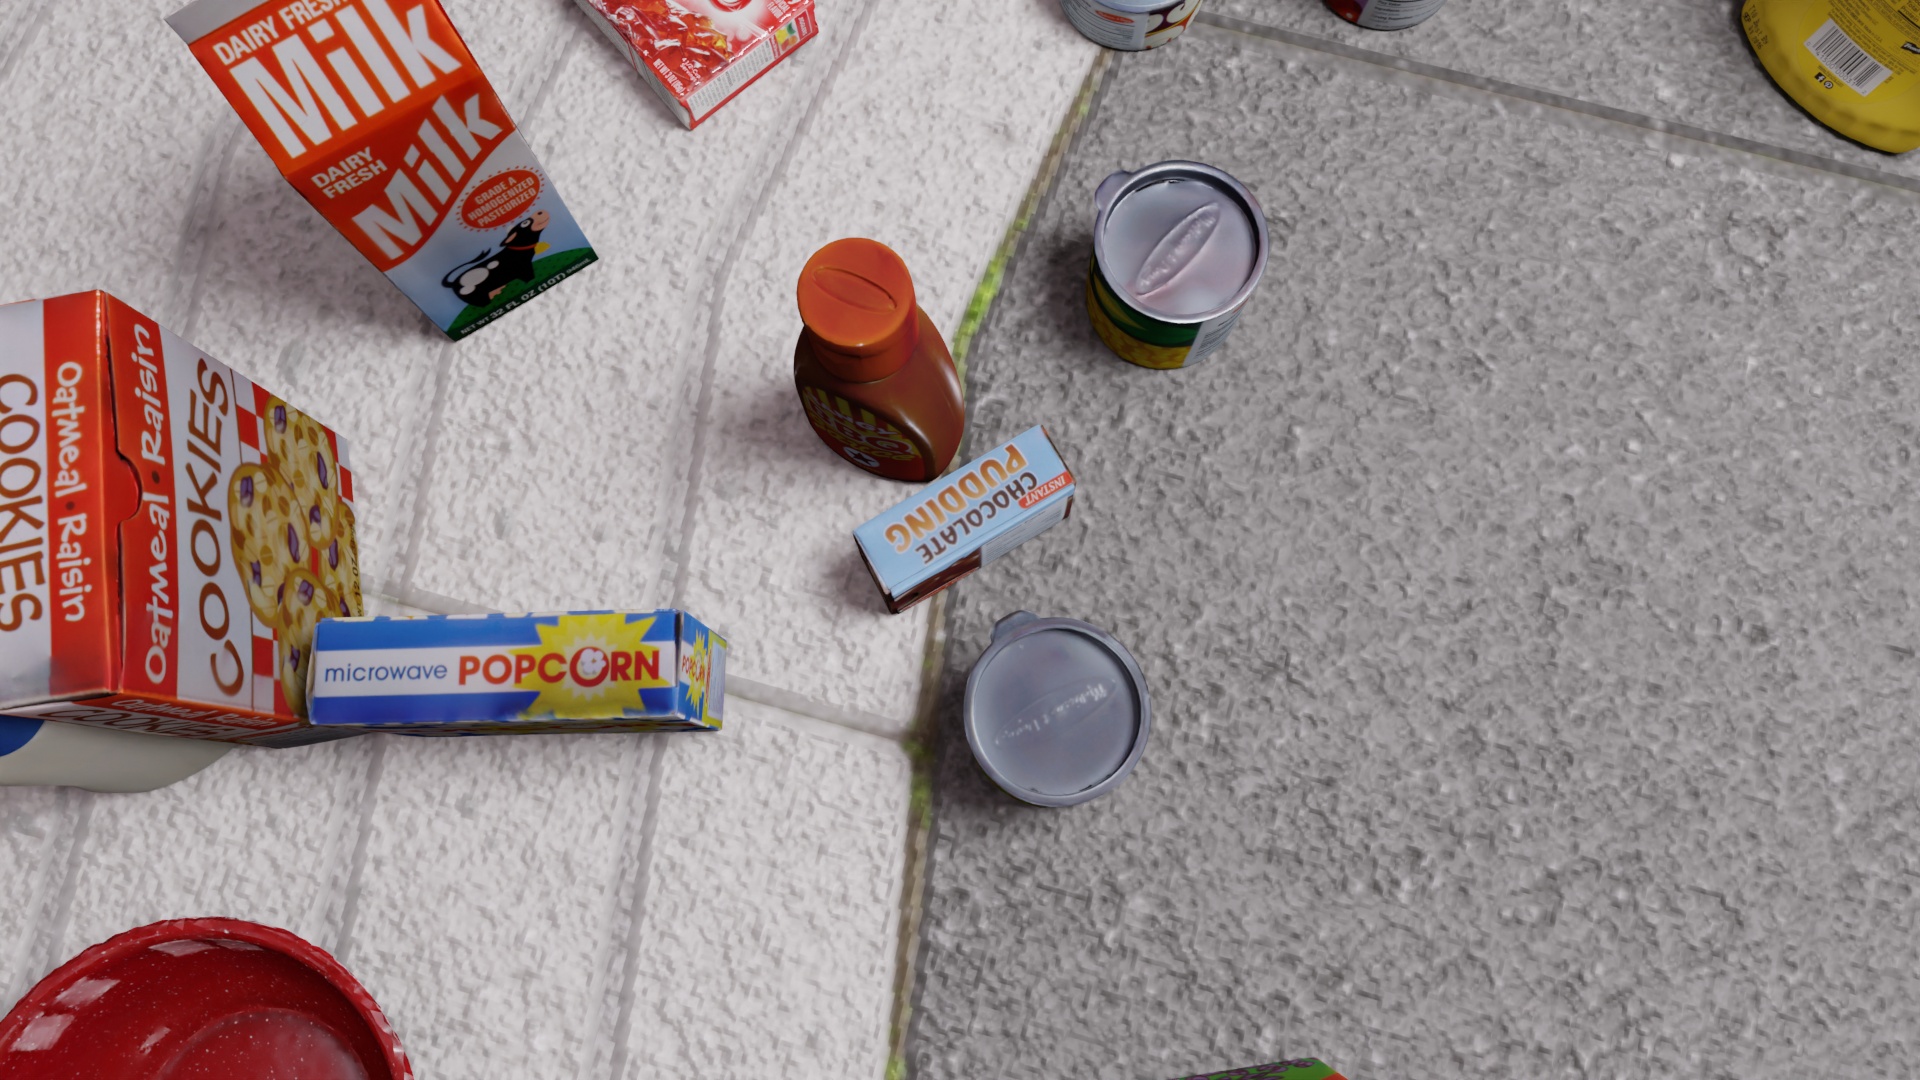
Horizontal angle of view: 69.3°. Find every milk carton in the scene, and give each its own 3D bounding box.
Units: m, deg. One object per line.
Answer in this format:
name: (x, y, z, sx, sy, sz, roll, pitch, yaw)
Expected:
milk carton: (-0.200, -0.149, 0.496, 0.072, 0.190, 0.073, -32, 80, -6)

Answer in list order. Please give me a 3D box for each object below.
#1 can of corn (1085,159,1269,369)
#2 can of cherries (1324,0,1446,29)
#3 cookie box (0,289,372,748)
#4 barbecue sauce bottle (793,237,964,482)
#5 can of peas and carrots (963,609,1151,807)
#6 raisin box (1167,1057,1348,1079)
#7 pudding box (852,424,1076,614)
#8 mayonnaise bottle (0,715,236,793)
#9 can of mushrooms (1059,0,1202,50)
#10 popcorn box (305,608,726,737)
can of corn: (0.082, -0.109, 0.551, 0.071, 0.058, 0.071, 0, 78, 1)
can of cherries: (0.185, -0.262, 0.584, 0.071, 0.058, 0.071, 0, 78, 1)
cookie box: (-0.257, 0.003, 0.474, 0.040, 0.167, 0.123, -10, 78, -1)
barbecue sauce bottle: (-0.031, -0.062, 0.496, 0.065, 0.148, 0.044, 25, 80, 6)
can of peas and carrots: (0.033, 0.063, 0.513, 0.071, 0.058, 0.071, 0, 78, 1)
raisin box: (0.093, 0.203, 0.449, 0.086, 0.123, 0.040, -8, 78, -1)
pudding box: (0.002, -0.007, 0.534, 0.084, 0.049, 0.030, -30, 79, -6)
mayonnaise bottle: (-0.303, 0.057, 0.473, 0.065, 0.148, 0.041, -33, 80, -6)
can of mushrooms: (0.076, -0.249, 0.595, 0.071, 0.033, 0.071, 0, 78, 1)
popcorn box: (-0.155, 0.050, 0.505, 0.127, 0.085, 0.038, -2, 78, 0)
